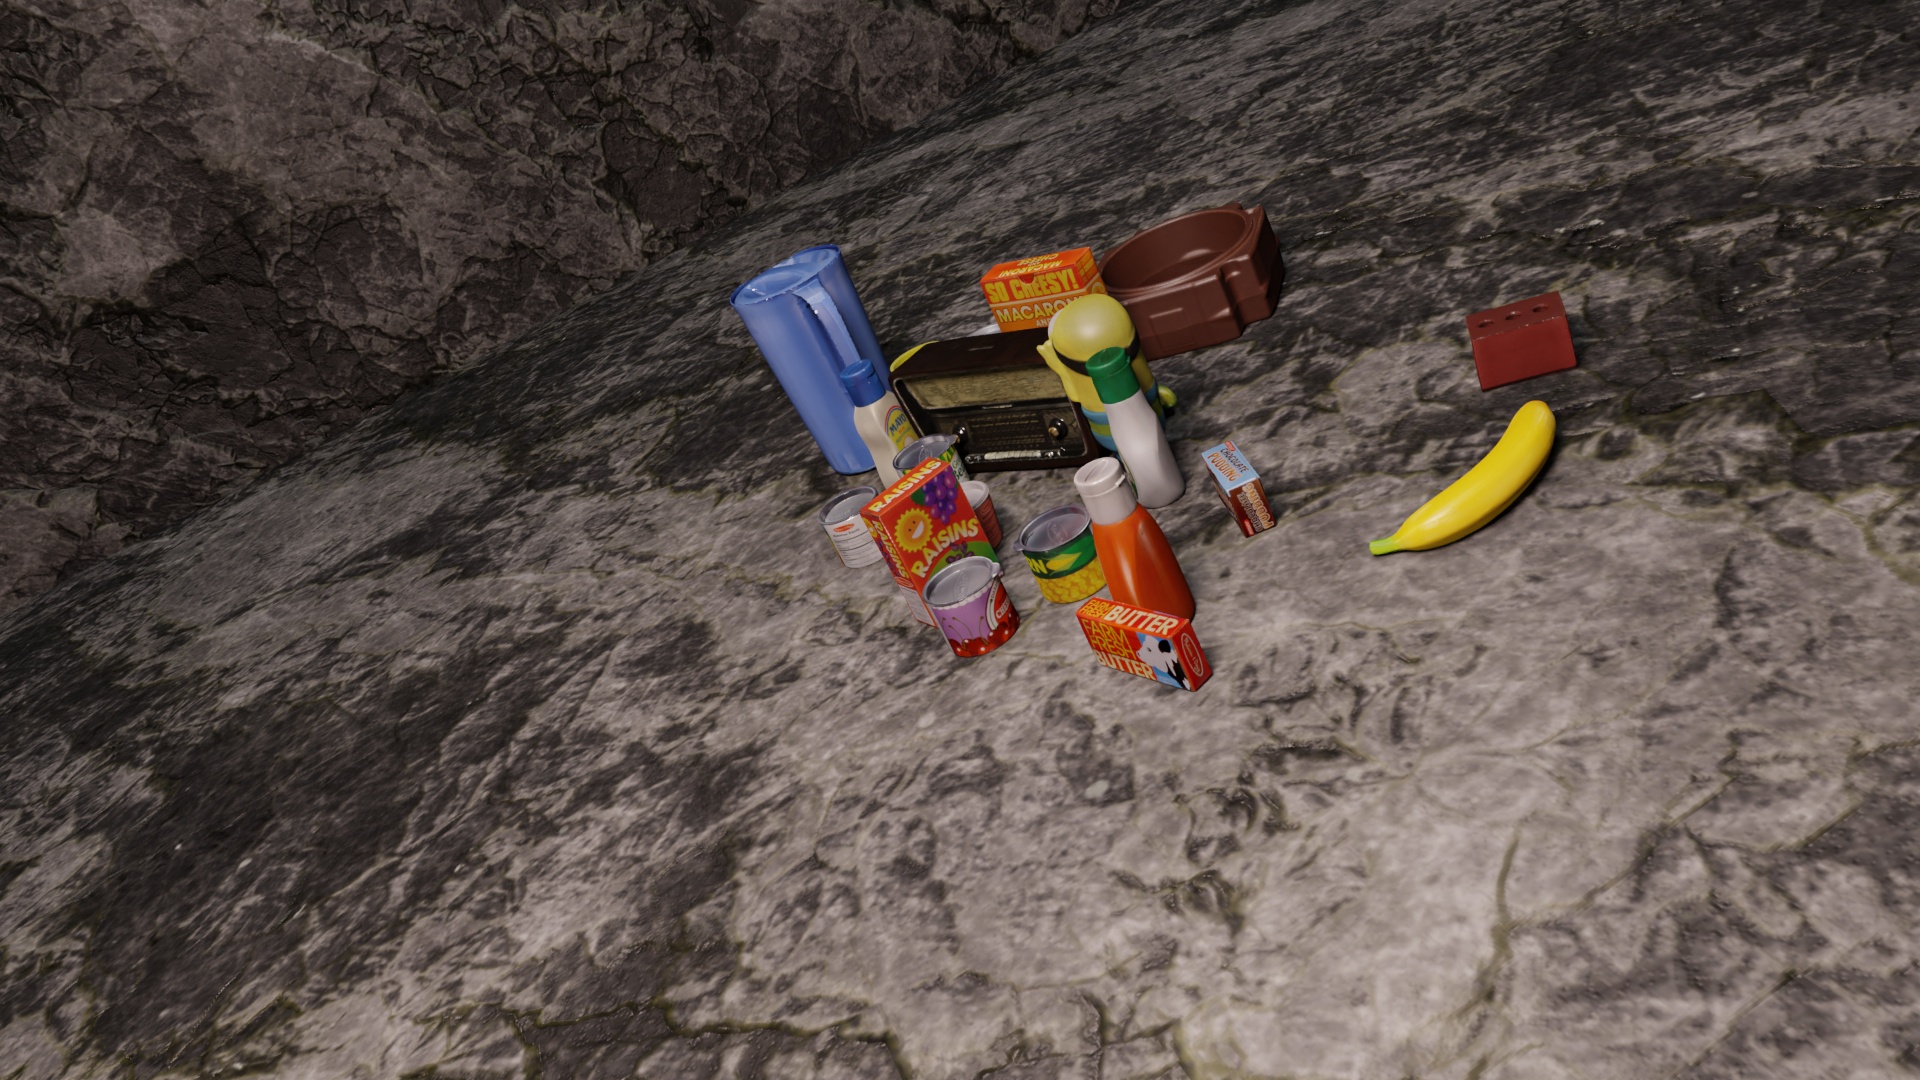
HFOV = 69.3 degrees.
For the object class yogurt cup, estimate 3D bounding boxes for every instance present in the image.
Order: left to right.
[{"bbox_3d":[0.005,-0.016,1.309,0.072,0.053,0.073,-21,27,11],"label":"yogurt cup"}]

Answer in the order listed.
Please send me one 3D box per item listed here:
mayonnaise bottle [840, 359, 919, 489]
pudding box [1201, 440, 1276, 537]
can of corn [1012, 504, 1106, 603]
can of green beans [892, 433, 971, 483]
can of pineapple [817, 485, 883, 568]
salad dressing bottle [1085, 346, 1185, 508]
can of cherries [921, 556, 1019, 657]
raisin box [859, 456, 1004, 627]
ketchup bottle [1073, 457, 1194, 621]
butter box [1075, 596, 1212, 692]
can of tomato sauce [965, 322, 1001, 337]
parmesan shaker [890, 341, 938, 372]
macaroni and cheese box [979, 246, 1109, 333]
[{"bbox_3d":[-0.079,-0.119,1.463,0.041,0.147,0.065,-5,34,37],"label":"mayonnaise bottle"},{"bbox_3d":[0.232,-0.044,1.161,0.030,0.049,0.084,-24,26,5],"label":"pudding box"},{"bbox_3d":[0.087,0.013,1.178,0.071,0.058,0.071,-21,27,11],"label":"can of corn"},{"bbox_3d":[-0.028,-0.068,1.427,0.071,0.057,0.071,-21,27,11],"label":"can of green beans"},{"bbox_3d":[-0.101,-0.015,1.396,0.071,0.057,0.071,-21,27,11],"label":"can of pineapple"},{"bbox_3d":[0.153,-0.099,1.221,0.044,0.147,0.064,-18,28,18],"label":"salad dressing bottle"},{"bbox_3d":[0.011,0.056,1.169,0.071,0.058,0.072,-21,27,11],"label":"can of cherries"},{"bbox_3d":[-0.024,0.002,1.225,0.086,0.123,0.040,-38,28,-22],"label":"raisin box"},{"bbox_3d":[0.130,0.008,1.048,0.043,0.148,0.065,0,37,43],"label":"ketchup bottle"},{"bbox_3d":[0.134,0.076,1.029,0.024,0.053,0.103,-40,29,-25],"label":"butter box"},{"bbox_3d":[0.045,-0.193,1.559,0.071,0.082,0.071,-21,27,11],"label":"can of tomato sauce"},{"bbox_3d":[-0.028,-0.158,1.539,0.071,0.102,0.071,-21,27,11],"label":"parmesan shaker"},{"bbox_3d":[0.107,-0.214,1.448,0.123,0.166,0.040,-3,35,39],"label":"macaroni and cheese box"}]
